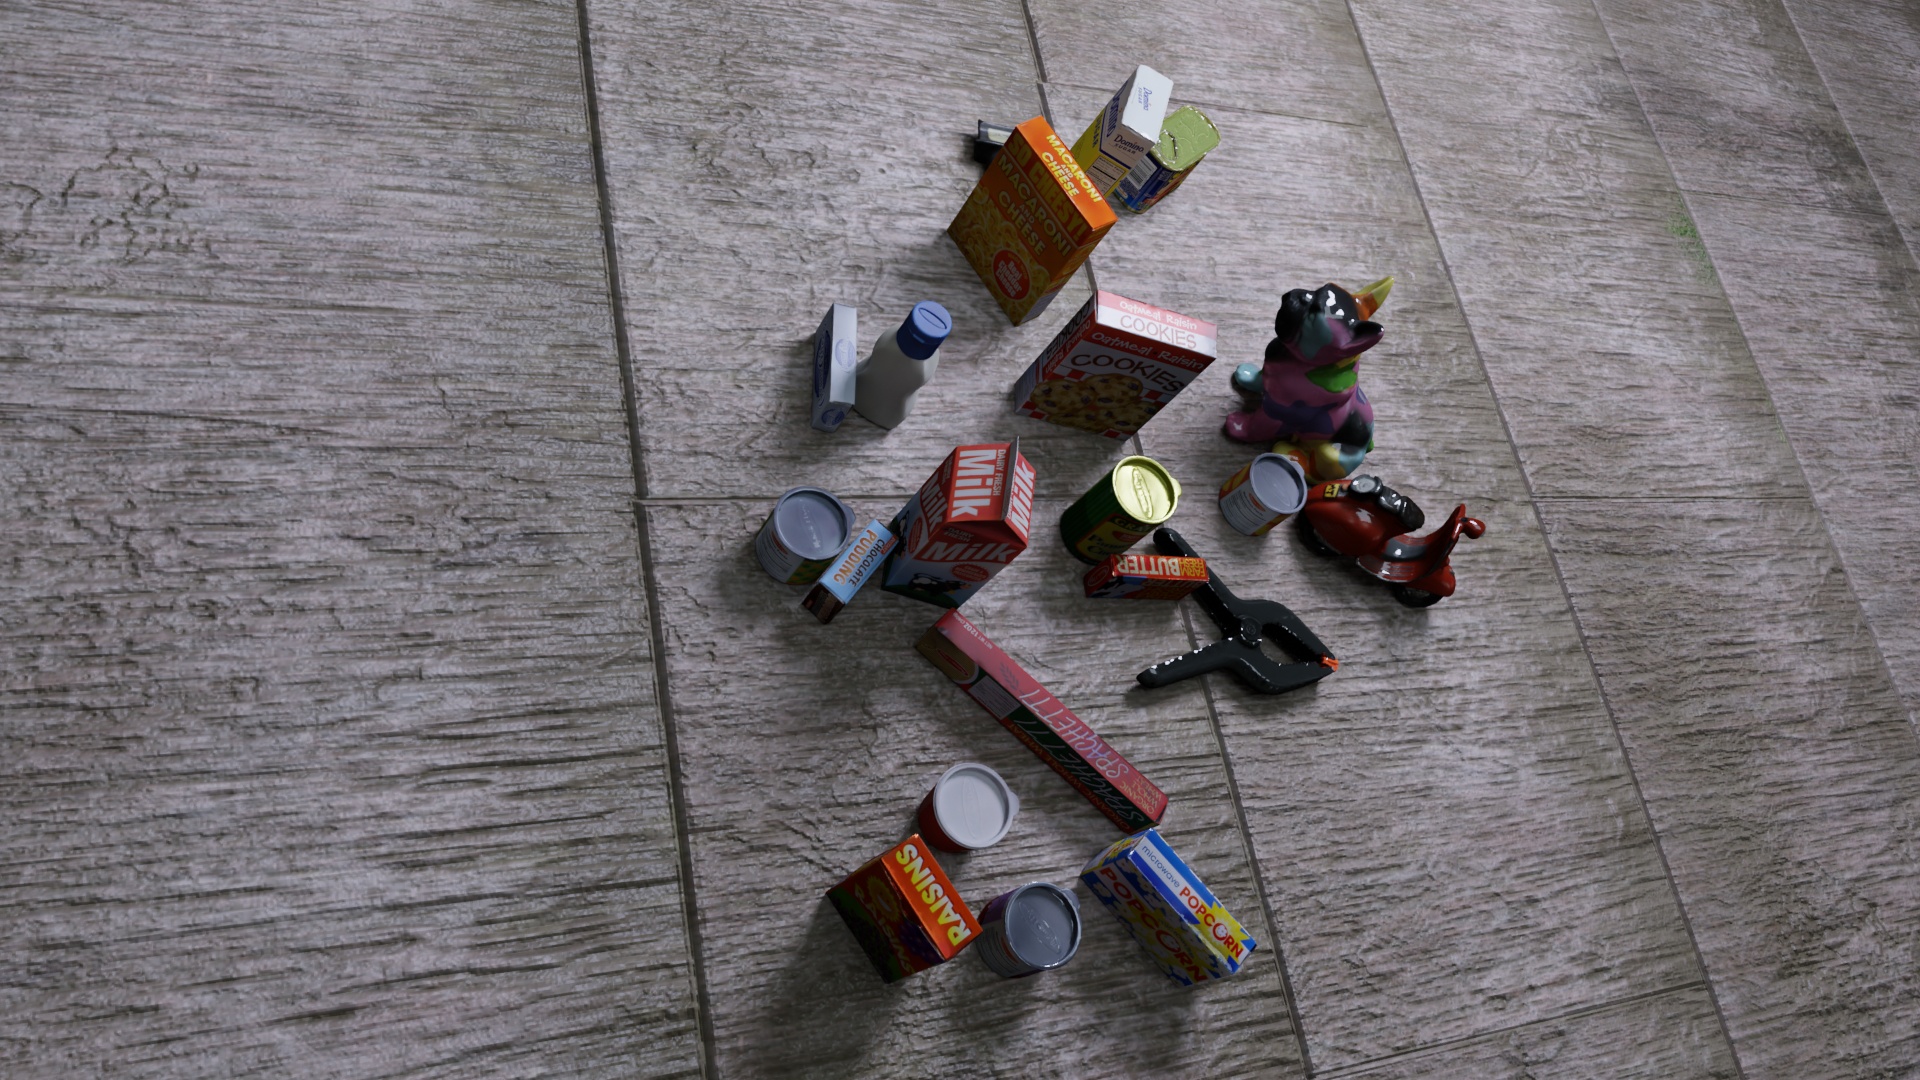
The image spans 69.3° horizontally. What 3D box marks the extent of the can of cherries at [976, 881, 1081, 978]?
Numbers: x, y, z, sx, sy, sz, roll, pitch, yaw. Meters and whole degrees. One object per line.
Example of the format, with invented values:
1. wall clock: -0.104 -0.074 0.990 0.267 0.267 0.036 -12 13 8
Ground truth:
1. can of cherries: 0.055 0.304 1.085 0.071 0.058 0.072 11 62 -21

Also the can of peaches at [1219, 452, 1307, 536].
1. can of peaches: 0.300 -0.046 1.371 0.071 0.057 0.071 11 62 -21

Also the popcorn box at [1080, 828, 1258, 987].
1. popcorn box: 0.166 0.298 1.125 0.127 0.085 0.038 48 56 2

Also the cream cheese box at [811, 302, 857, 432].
1. cream cheese box: -0.112 -0.153 1.232 0.024 0.053 0.104 10 62 -21

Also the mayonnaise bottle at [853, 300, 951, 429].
1. mayonnaise bottle: -0.051 -0.154 1.204 0.065 0.147 0.041 35 57 -6

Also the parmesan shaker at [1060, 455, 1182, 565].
1. parmesan shaker: 0.145 -0.025 1.261 0.071 0.102 0.071 11 62 -21

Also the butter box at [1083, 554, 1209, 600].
1. butter box: 0.171 0.034 1.275 0.104 0.053 0.024 3 65 -24

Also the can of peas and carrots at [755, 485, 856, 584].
1. can of peas and carrots: -0.128 -0.004 1.148 0.071 0.058 0.071 11 62 -21

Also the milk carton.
1. milk carton: 0.004 -0.014 1.137 0.073 0.189 0.072 17 60 -17

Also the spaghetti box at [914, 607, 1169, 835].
1. spaghetti box: 0.069 0.154 1.170 0.250 0.050 0.029 41 56 -2

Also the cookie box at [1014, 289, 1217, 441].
1. cookie box: 0.141 -0.159 1.286 0.123 0.166 0.040 12 62 -20

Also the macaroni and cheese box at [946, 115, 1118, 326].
1. macaroni and cheese box: 0.065 -0.301 1.319 0.040 0.165 0.124 -30 82 -33

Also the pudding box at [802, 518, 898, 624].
1. pudding box: -0.091 0.026 1.157 0.030 0.049 0.084 41 56 -3

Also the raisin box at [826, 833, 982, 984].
1. raisin box: -0.044 0.271 1.016 0.040 0.123 0.086 -29 81 -33

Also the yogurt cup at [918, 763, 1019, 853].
1. yogurt cup: 0.001 0.217 1.105 0.072 0.053 0.072 11 62 -21
